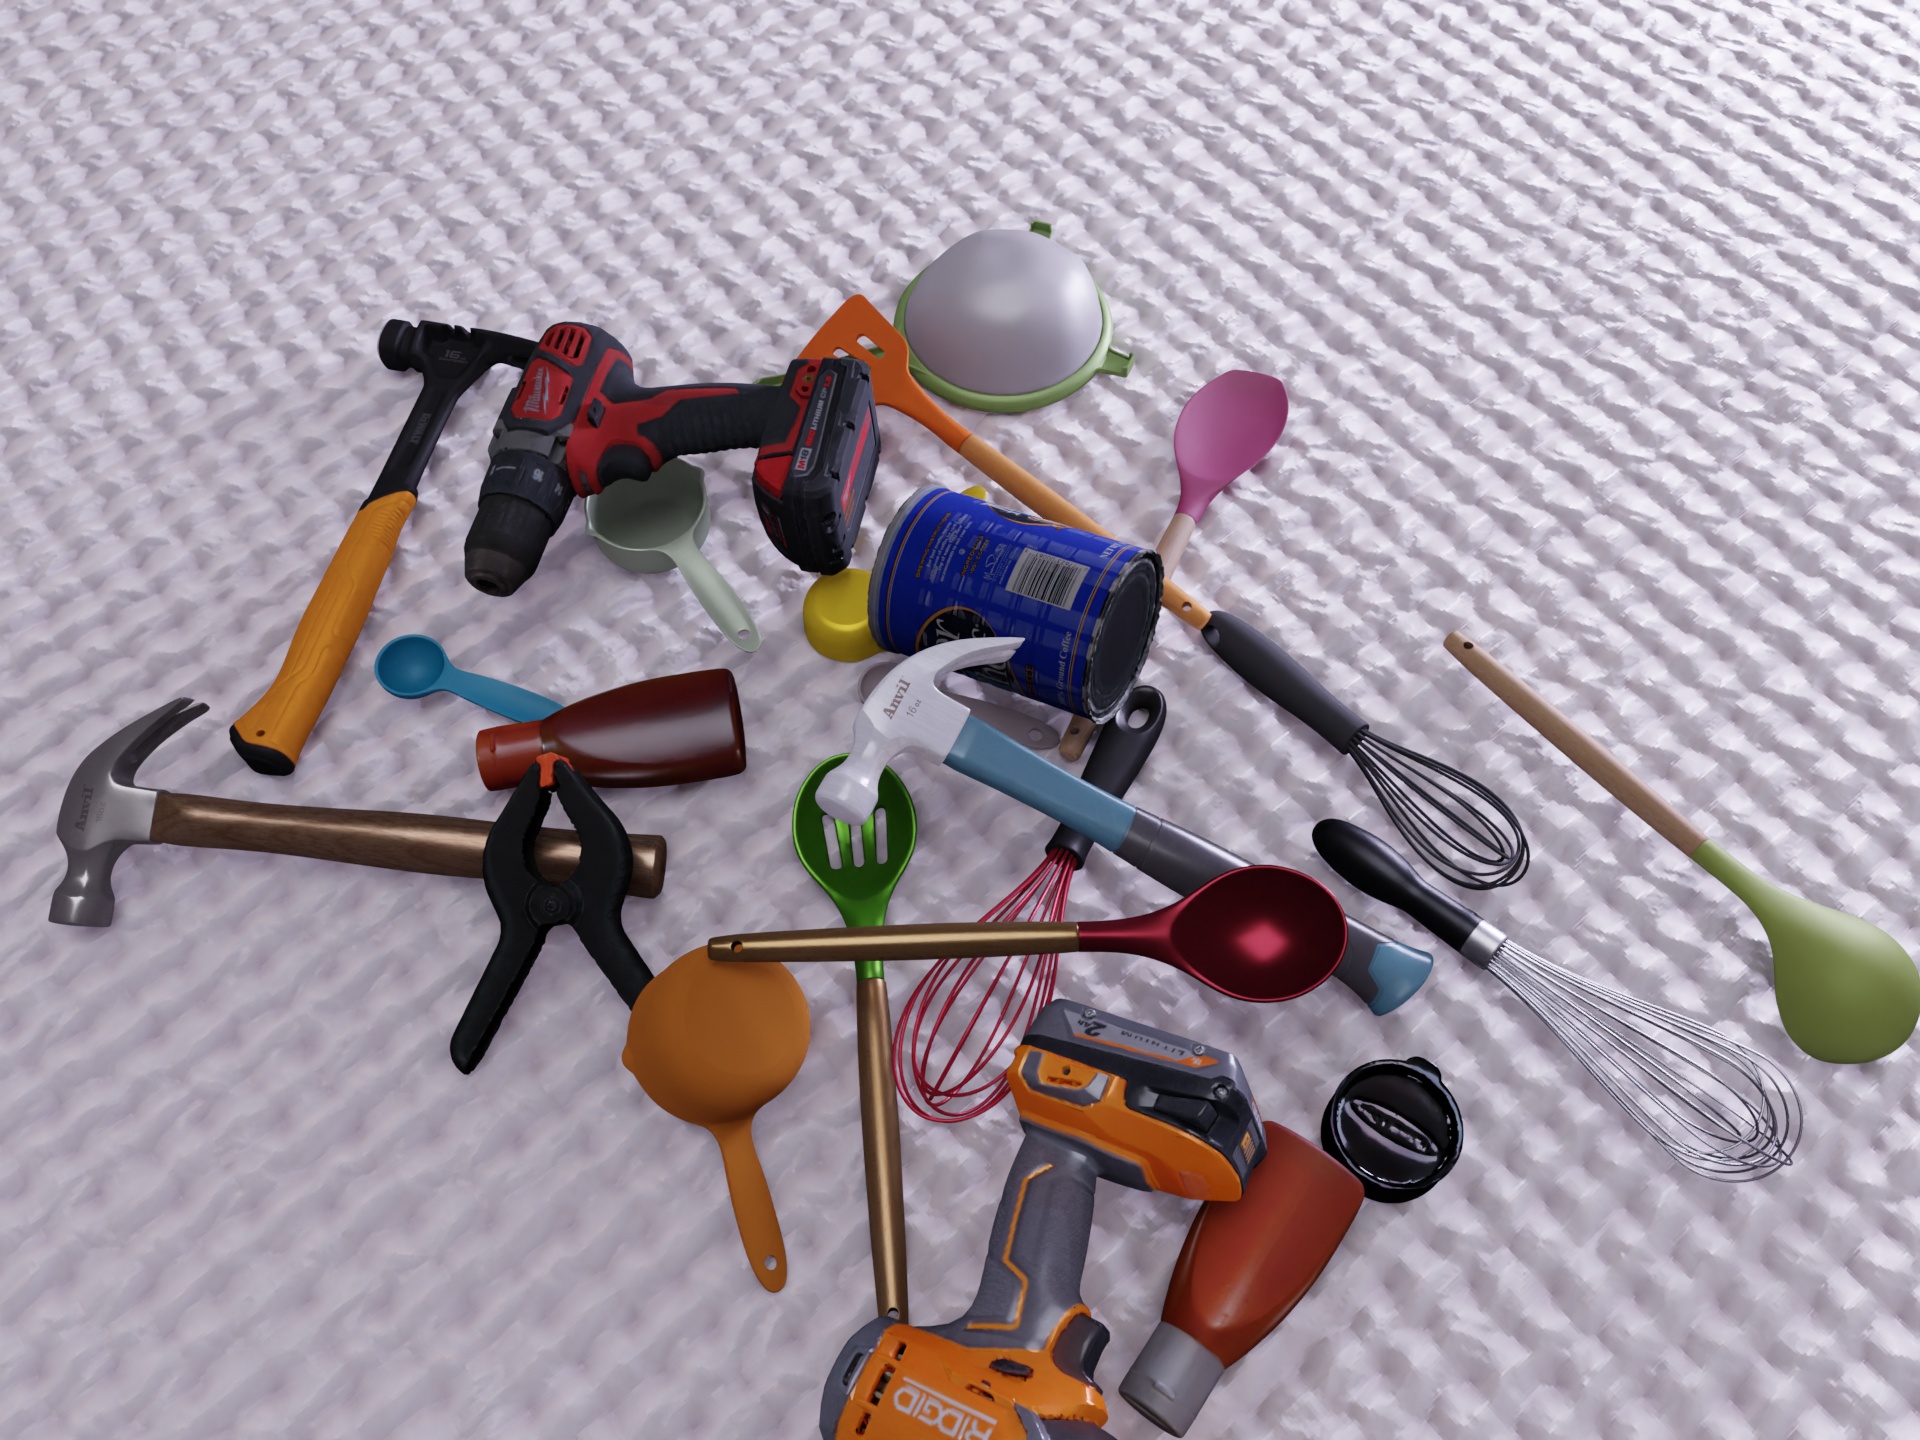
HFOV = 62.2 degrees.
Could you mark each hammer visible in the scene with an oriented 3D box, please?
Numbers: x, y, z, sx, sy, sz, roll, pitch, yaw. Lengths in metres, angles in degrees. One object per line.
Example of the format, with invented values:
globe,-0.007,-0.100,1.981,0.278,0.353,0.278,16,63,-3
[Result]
hammer,-0.329,0.063,0.883,0.331,0.031,0.130,5,82,-1
hammer,0.097,0.065,0.834,0.331,0.033,0.128,28,69,-4
hammer,-0.360,-0.115,0.996,0.127,0.034,0.337,10,61,8

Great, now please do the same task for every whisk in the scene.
whisk,0.225,0.012,0.912,0.055,0.055,0.239,-37,61,-18
whisk,0.048,0.089,0.864,0.073,0.073,0.296,24,57,13
whisk,0.303,0.137,0.834,0.285,0.070,0.070,37,67,25

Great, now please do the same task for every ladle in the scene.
ladle,0.389,0.060,0.889,0.078,0.062,0.320,-33,58,-15
ladle,0.032,0.110,0.791,0.315,0.031,0.069,-1,72,-1

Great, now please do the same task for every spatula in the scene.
spatula,0.024,-0.155,0.988,0.323,0.041,0.081,39,89,12

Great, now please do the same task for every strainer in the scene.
strainer,-0.020,-0.267,1.056,0.256,0.069,0.152,-20,62,-12

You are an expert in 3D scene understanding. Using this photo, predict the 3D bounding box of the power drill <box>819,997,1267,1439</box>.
power drill,0.057,0.253,0.720,0.164,0.084,0.227,13,57,32

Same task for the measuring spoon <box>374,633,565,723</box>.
measuring spoon,-0.287,-0.014,0.952,0.128,0.021,0.042,20,62,2

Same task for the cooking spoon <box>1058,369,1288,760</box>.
cooking spoon,0.130,-0.105,0.992,0.069,0.017,0.319,18,62,21

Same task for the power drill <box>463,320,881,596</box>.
power drill,-0.174,-0.146,0.945,0.227,0.080,0.188,8,61,9

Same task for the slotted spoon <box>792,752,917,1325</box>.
slotted spoon,-0.048,0.163,0.839,0.070,0.031,0.314,-5,62,-2

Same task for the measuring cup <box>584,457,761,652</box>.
measuring cup,-0.169,-0.095,0.981,0.083,0.038,0.168,-32,67,-16

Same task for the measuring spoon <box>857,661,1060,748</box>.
measuring spoon,-0.001,-0.003,0.941,0.124,0.018,0.034,17,62,3

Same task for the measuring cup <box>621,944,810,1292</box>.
measuring cup,-0.107,0.194,0.795,0.095,0.052,0.174,-6,67,-32

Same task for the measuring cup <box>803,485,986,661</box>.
measuring cup,-0.036,-0.100,0.984,0.062,0.029,0.156,36,69,19
